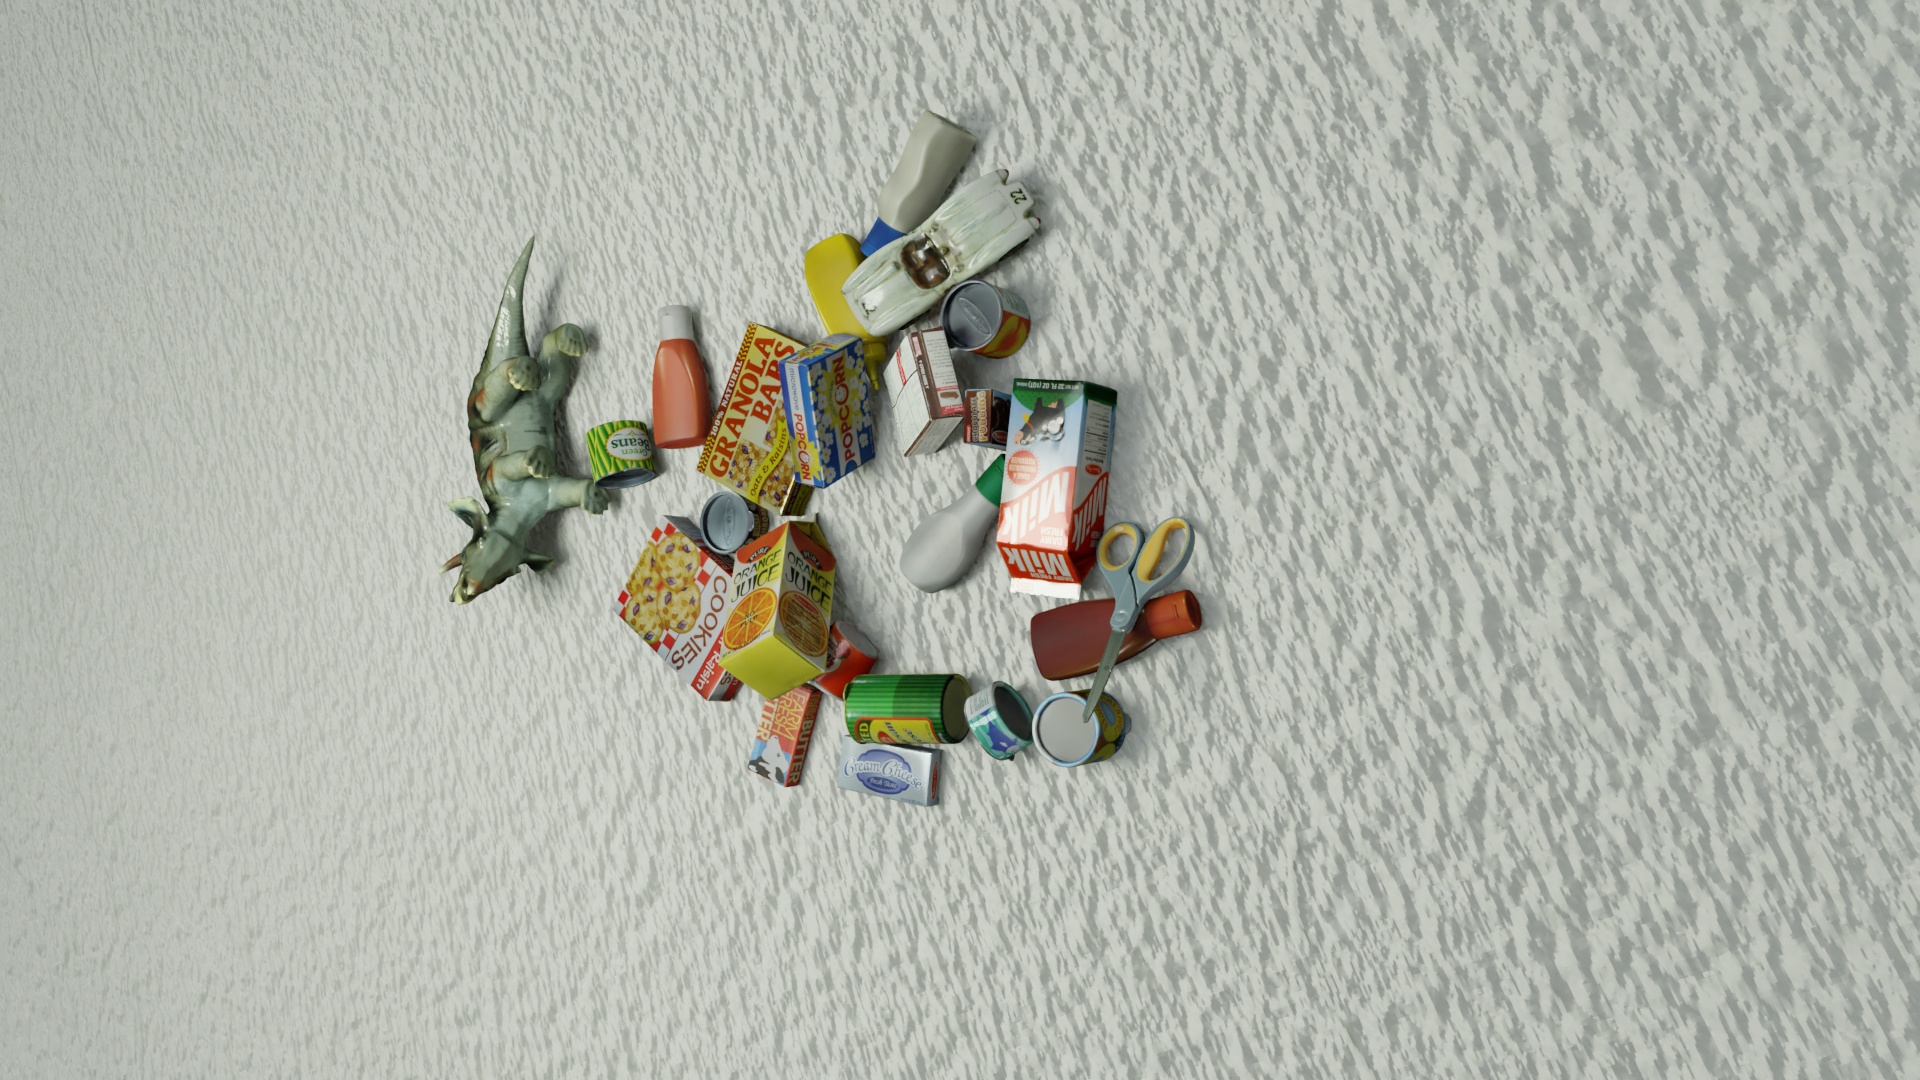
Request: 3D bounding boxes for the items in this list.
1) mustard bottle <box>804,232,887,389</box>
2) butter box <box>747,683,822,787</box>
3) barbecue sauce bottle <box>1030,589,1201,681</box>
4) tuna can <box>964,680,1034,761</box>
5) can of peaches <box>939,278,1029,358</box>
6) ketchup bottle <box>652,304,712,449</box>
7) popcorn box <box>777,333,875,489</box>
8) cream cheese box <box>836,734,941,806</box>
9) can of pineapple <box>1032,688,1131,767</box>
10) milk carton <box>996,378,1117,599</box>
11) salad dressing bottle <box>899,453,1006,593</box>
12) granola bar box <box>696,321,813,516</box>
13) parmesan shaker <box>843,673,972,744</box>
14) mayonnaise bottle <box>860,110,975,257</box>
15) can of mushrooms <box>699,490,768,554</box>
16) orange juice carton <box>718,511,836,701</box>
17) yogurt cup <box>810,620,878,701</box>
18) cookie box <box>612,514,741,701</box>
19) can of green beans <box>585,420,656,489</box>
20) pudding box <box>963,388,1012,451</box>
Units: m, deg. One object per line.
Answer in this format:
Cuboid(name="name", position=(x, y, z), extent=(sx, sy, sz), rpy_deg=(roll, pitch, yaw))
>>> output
Cuboid(name="mustard bottle", position=(-0.105, -0.219, 1.366), extent=(0.065, 0.049, 0.160), rpy_deg=(-22, 78, 25))
Cuboid(name="butter box", position=(-0.177, 0.191, 1.397), extent=(0.053, 0.024, 0.103), rpy_deg=(19, 96, 30))
Cuboid(name="barbecue sauce bottle", position=(0.136, 0.078, 1.216), extent=(0.148, 0.044, 0.065), rpy_deg=(-17, 76, 27))
Cuboid(name="tuna can", position=(0.038, 0.164, 1.254), extent=(0.032, 0.071, 0.071), rpy_deg=(-35, 71, 23))
Cuboid(name="can of peaches", position=(0.022, -0.203, 1.287), extent=(0.071, 0.058, 0.071), rpy_deg=(-1, 88, 29))
Cuboid(name="ketchup bottle", position=(-0.299, -0.174, 1.476), extent=(0.064, 0.043, 0.149), rpy_deg=(-9, 83, 28))
Cuboid(name="popcorn box", position=(-0.126, -0.124, 1.325), extent=(0.038, 0.085, 0.126), rpy_deg=(12, 121, 31))
Cuboid(name="cream cheese box", position=(-0.068, 0.220, 1.335), extent=(0.104, 0.024, 0.053), rpy_deg=(6, 89, 30))
Cuboid(name="can of pineapple", position=(0.106, 0.164, 1.219), extent=(0.071, 0.058, 0.071), rpy_deg=(-2, 86, 29))
Cuboid(name="milk carton", position=(0.084, -0.045, 1.234), extent=(0.072, 0.073, 0.190), rpy_deg=(6, 90, 30))
Cuboid(name="salad dressing bottle", position=(0.005, -0.016, 1.296), extent=(0.147, 0.044, 0.064), rpy_deg=(-48, 66, 18))
Cuboid(name="granola bar box", position=(-0.188, -0.123, 1.413), extent=(0.124, 0.039, 0.165), rpy_deg=(27, 101, 27))
Cuboid(name="parmesan shaker", position=(-0.049, 0.156, 1.297), extent=(0.103, 0.071, 0.071), rpy_deg=(-4, 86, 27))
Cuboid(name="mayonnaise bottle", position=(-0.045, -0.335, 1.332), extent=(0.041, 0.065, 0.147), rpy_deg=(44, 112, 31))
Cuboid(name="can of mushrooms", position=(-0.232, -0.018, 1.435), extent=(0.071, 0.033, 0.071), rpy_deg=(-2, 86, 30))
Cuboid(name="orange juice carton", position=(-0.174, 0.052, 1.348), extent=(0.071, 0.073, 0.194), rpy_deg=(-29, 38, 25))
Cuboid(name="yogurt cup", position=(-0.117, 0.115, 1.346), extent=(0.072, 0.072, 0.054), rpy_deg=(45, 101, 24))
Cuboid(name="cookie box", position=(-0.275, 0.070, 1.452), extent=(0.168, 0.040, 0.122), rpy_deg=(38, 106, 27))
Cuboid(name="can of green beans", position=(-0.366, -0.092, 1.497), extent=(0.071, 0.071, 0.058), rpy_deg=(-19, 78, 28))
Cuboid(name="pudding box", position=(0.036, -0.108, 1.259), extent=(0.030, 0.084, 0.049), rpy_deg=(2, 89, 30))
